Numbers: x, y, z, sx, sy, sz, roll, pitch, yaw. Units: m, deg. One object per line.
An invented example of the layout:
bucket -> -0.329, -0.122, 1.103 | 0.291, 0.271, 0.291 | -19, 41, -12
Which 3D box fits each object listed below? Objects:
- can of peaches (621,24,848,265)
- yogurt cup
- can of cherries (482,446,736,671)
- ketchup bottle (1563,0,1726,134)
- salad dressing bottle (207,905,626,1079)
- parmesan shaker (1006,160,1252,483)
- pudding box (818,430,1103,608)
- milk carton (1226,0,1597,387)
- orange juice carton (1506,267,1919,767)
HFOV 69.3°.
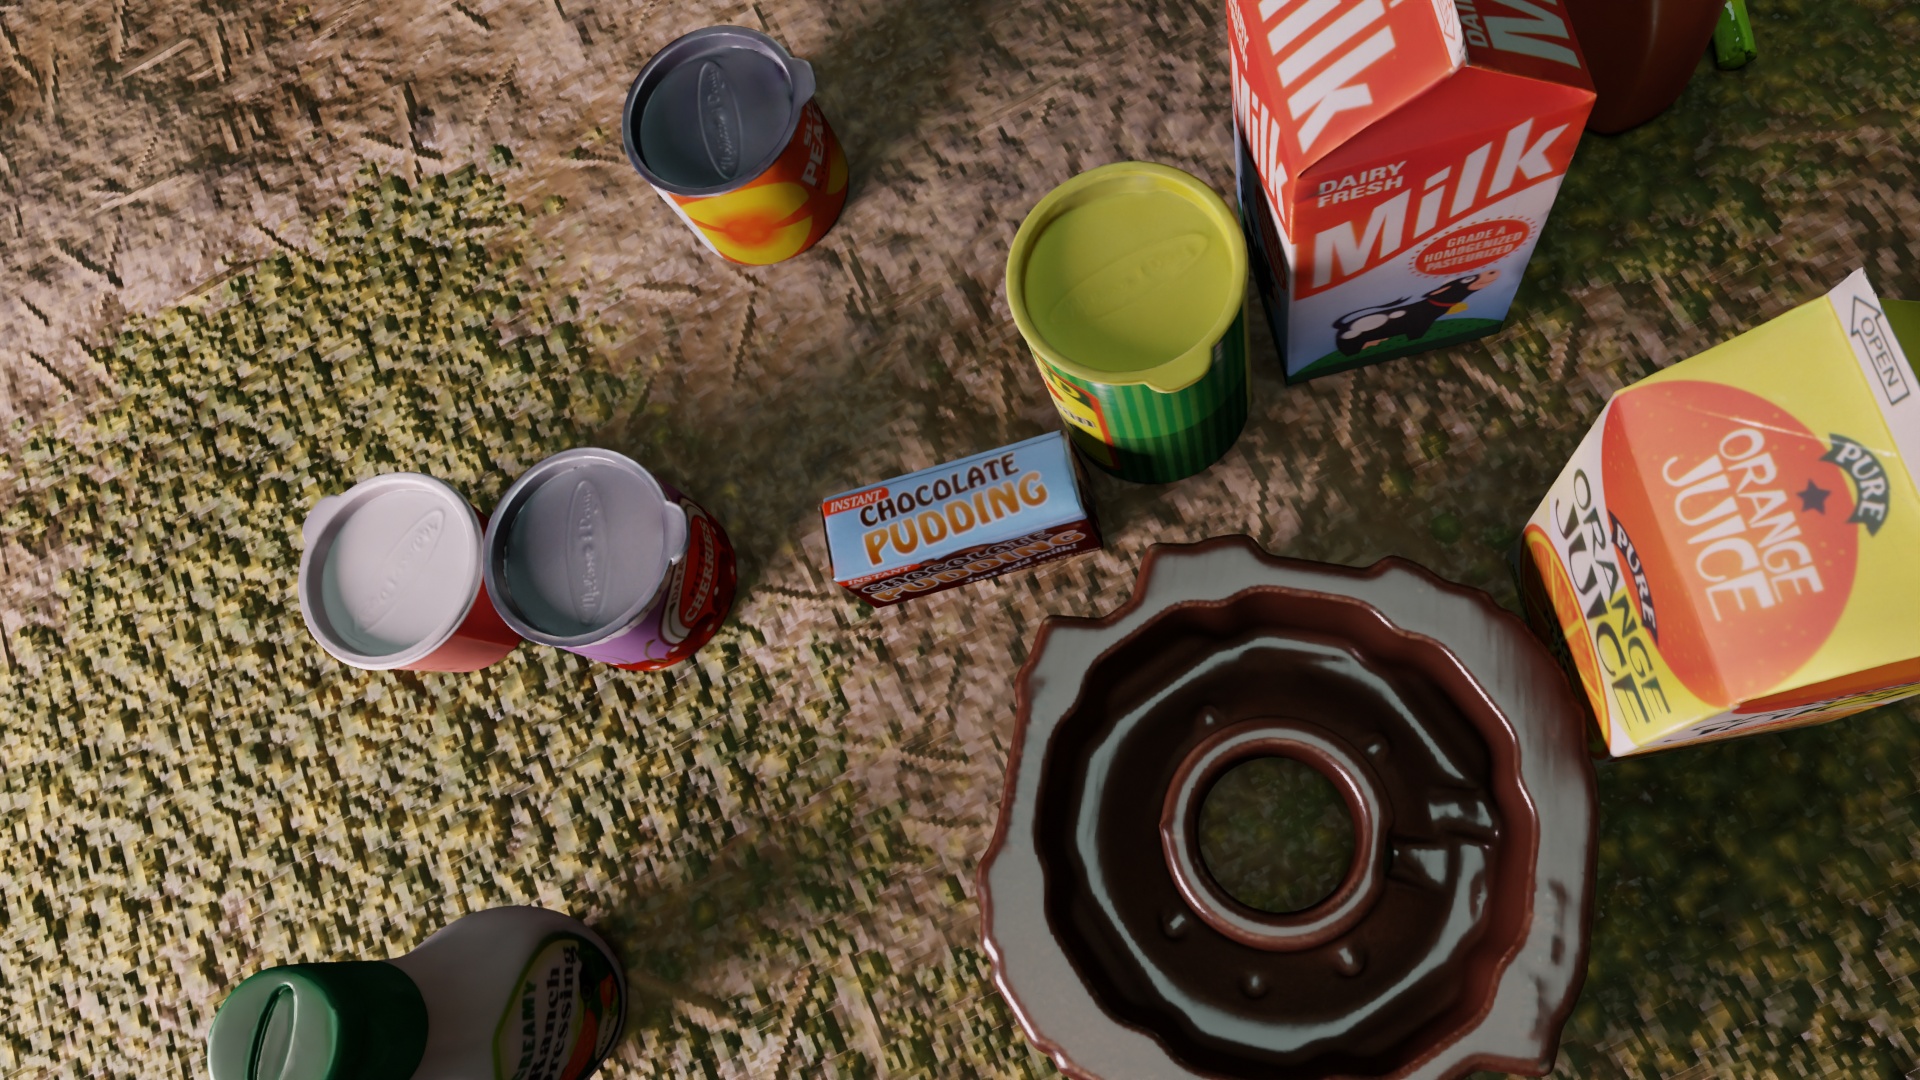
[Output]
can of peaches -> -0.077, -0.141, 0.502 | 0.071, 0.058, 0.071 | -3, 75, 12
yogurt cup -> -0.185, 0.015, 0.486 | 0.072, 0.054, 0.072 | -3, 75, 12
can of cherries -> -0.114, 0.009, 0.470 | 0.071, 0.058, 0.071 | -3, 75, 12
ketchup bottle -> 0.199, -0.182, 0.404 | 0.043, 0.148, 0.065 | -30, 71, 4
salad dressing bottle -> -0.147, 0.137, 0.395 | 0.044, 0.147, 0.064 | 5, 77, 14
parmesan shaker -> 0.057, -0.059, 0.427 | 0.071, 0.103, 0.071 | -3, 75, 12
pudding box -> 0.002, -0.006, 0.452 | 0.084, 0.049, 0.030 | -15, 73, 8
milk carton -> 0.117, -0.114, 0.382 | 0.073, 0.190, 0.072 | -14, 73, 9
orange juice carton -> 0.191, 0.006, 0.332 | 0.073, 0.192, 0.072 | -14, 73, 9
